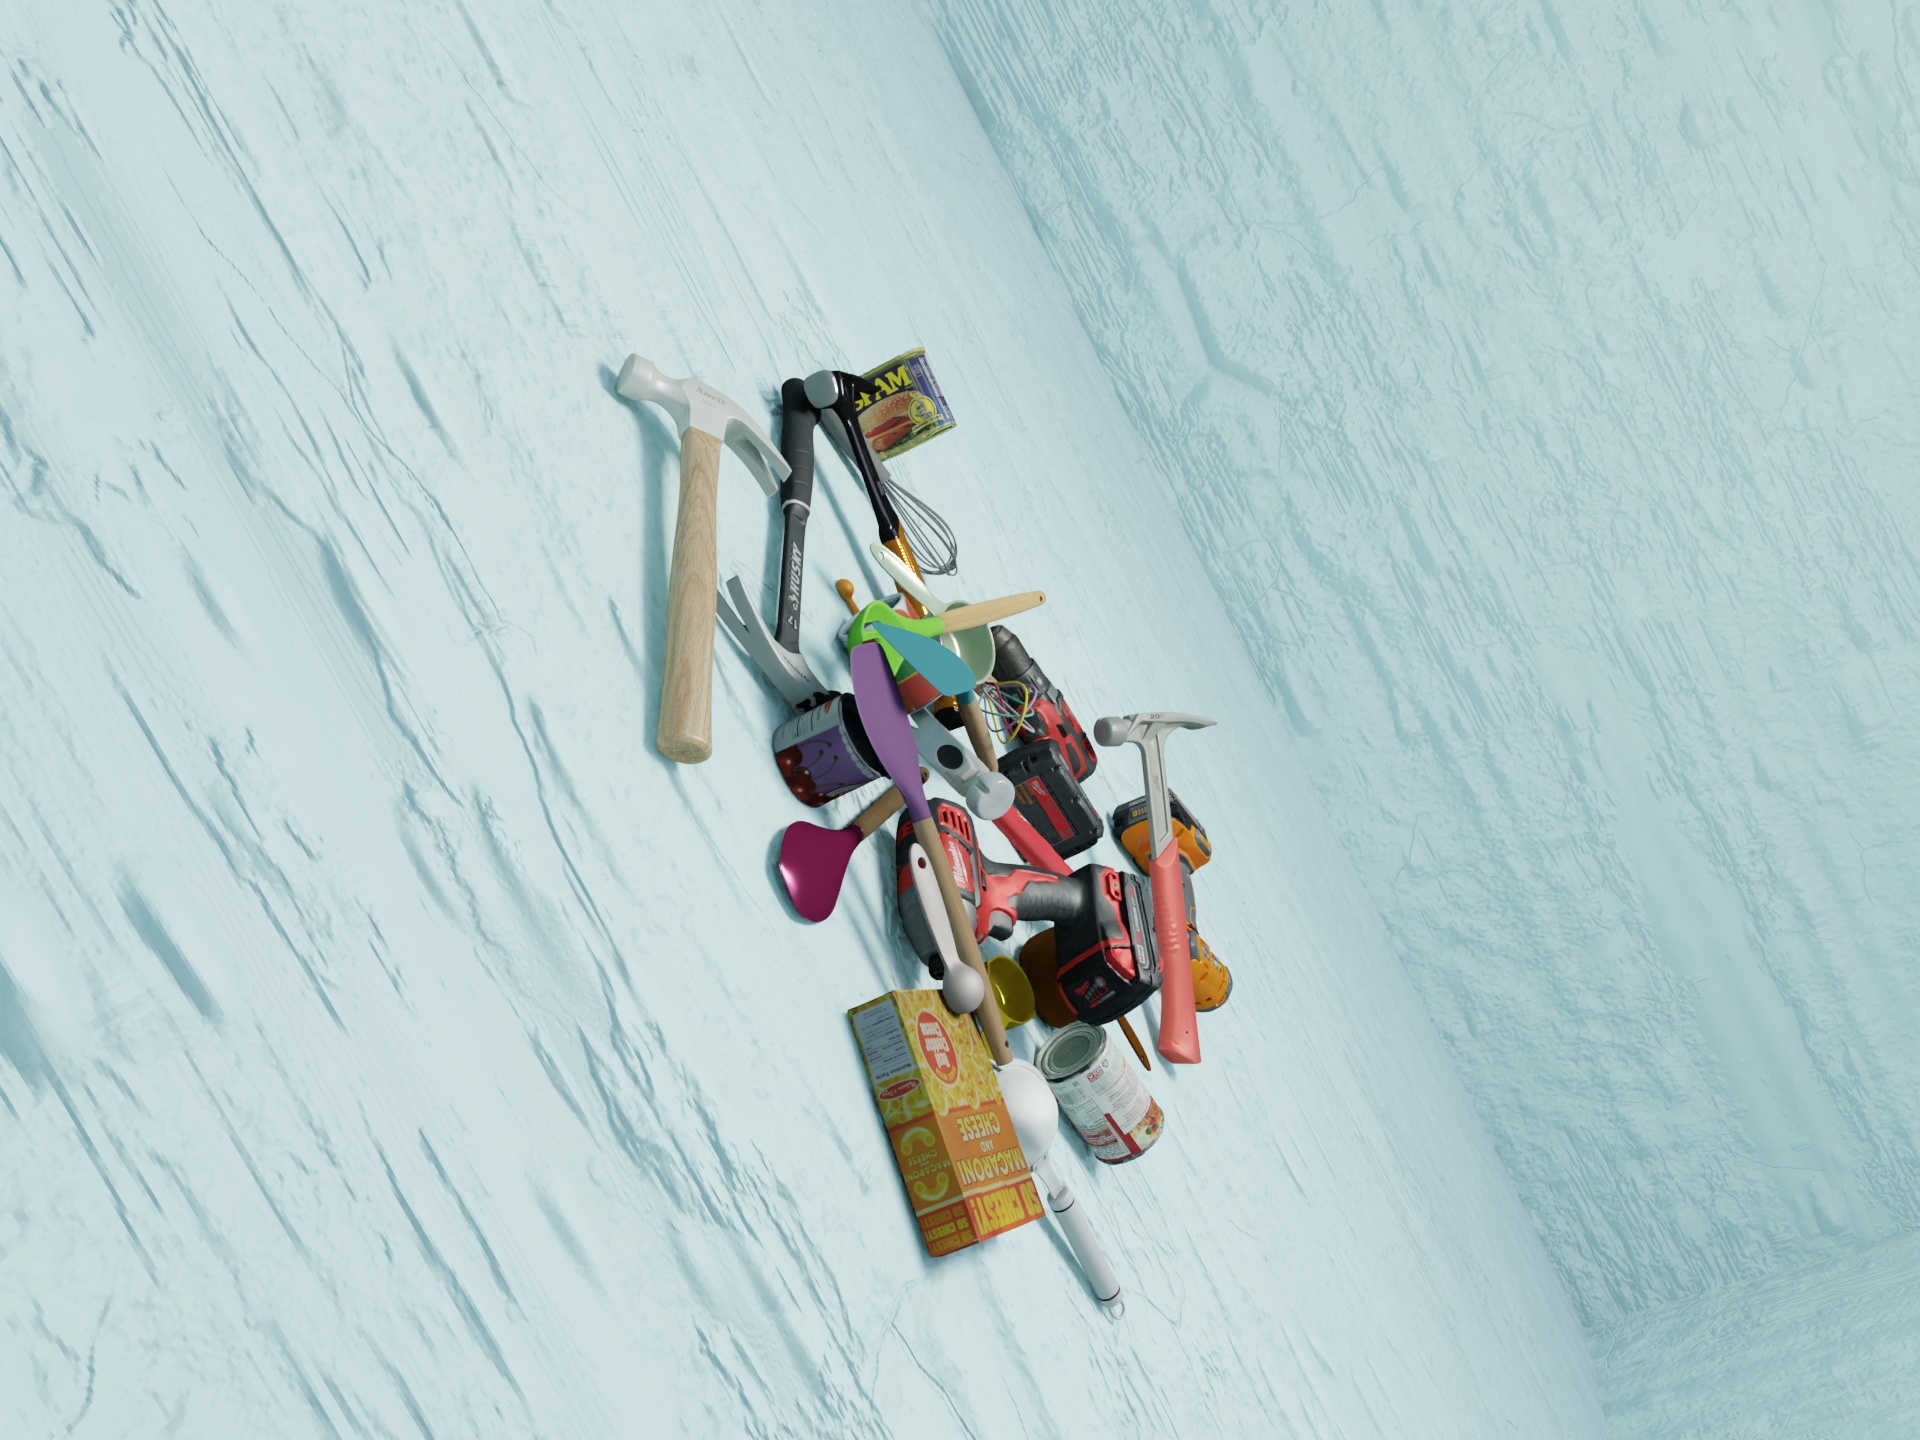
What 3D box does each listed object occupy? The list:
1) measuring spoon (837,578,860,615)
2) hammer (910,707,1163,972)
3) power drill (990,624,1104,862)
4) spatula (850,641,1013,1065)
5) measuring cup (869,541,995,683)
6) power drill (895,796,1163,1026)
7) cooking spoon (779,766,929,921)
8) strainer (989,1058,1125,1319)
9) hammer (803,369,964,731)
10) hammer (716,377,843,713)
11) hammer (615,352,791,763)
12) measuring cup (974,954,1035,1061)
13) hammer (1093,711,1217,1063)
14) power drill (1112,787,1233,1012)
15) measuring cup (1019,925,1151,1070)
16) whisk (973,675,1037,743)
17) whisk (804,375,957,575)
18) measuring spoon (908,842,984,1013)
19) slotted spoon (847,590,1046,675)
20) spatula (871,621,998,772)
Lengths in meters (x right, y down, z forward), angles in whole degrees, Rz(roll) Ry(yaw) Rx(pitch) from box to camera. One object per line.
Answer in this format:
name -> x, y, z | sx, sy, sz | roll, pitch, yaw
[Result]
measuring spoon -> -0.074, -0.073, 1.379 | 0.117, 0.011, 0.021 | 60, 19, -14
hammer -> 0.077, 0.127, 1.409 | 0.143, 0.038, 0.385 | 42, -5, 47
power drill -> 0.071, 0.019, 1.556 | 0.187, 0.080, 0.227 | 58, 16, -20
spatula -> -0.020, 0.095, 1.132 | 0.060, 0.018, 0.316 | -19, 90, -59
measuring cup -> -0.034, -0.092, 1.372 | 0.167, 0.038, 0.083 | 45, 47, -30
power drill -> 0.047, 0.155, 1.226 | 0.219, 0.078, 0.143 | 23, 43, -30
cooking spoon -> -0.071, 0.077, 1.179 | 0.068, 0.017, 0.319 | 68, 18, -6
strainer -> 0.073, 0.346, 1.174 | 0.087, 0.050, 0.258 | -43, 115, -39
hammer -> -0.055, -0.153, 1.443 | 0.127, 0.034, 0.337 | -23, 94, -73
hammer -> -0.138, -0.163, 1.290 | 0.149, 0.036, 0.409 | 49, 23, -36
hammer -> -0.177, -0.110, 1.074 | 0.130, 0.031, 0.332 | 21, 46, -30
measuring cup -> 0.015, 0.240, 1.207 | 0.062, 0.029, 0.157 | 51, 33, -14
hammer -> 0.219, 0.170, 1.638 | 0.149, 0.037, 0.359 | 0, 80, -34
power drill -> 0.229, 0.190, 1.753 | 0.164, 0.084, 0.227 | 46, 30, -43
measuring cup -> 0.108, 0.253, 1.388 | 0.173, 0.052, 0.095 | 58, 19, -25
whisk -> 0.026, -0.022, 1.441 | 0.245, 0.051, 0.047 | -132, -146, -75
whisk -> -0.076, -0.233, 1.533 | 0.238, 0.055, 0.055 | 53, 21, -19
measuring spoon -> -0.009, 0.143, 1.102 | 0.034, 0.018, 0.124 | -19, 90, -48
slotted spoon -> -0.006, -0.080, 1.316 | 0.313, 0.031, 0.070 | -21, 109, -57
spatula -> -0.002, -0.004, 1.289 | 0.082, 0.044, 0.317 | 45, -9, 21
